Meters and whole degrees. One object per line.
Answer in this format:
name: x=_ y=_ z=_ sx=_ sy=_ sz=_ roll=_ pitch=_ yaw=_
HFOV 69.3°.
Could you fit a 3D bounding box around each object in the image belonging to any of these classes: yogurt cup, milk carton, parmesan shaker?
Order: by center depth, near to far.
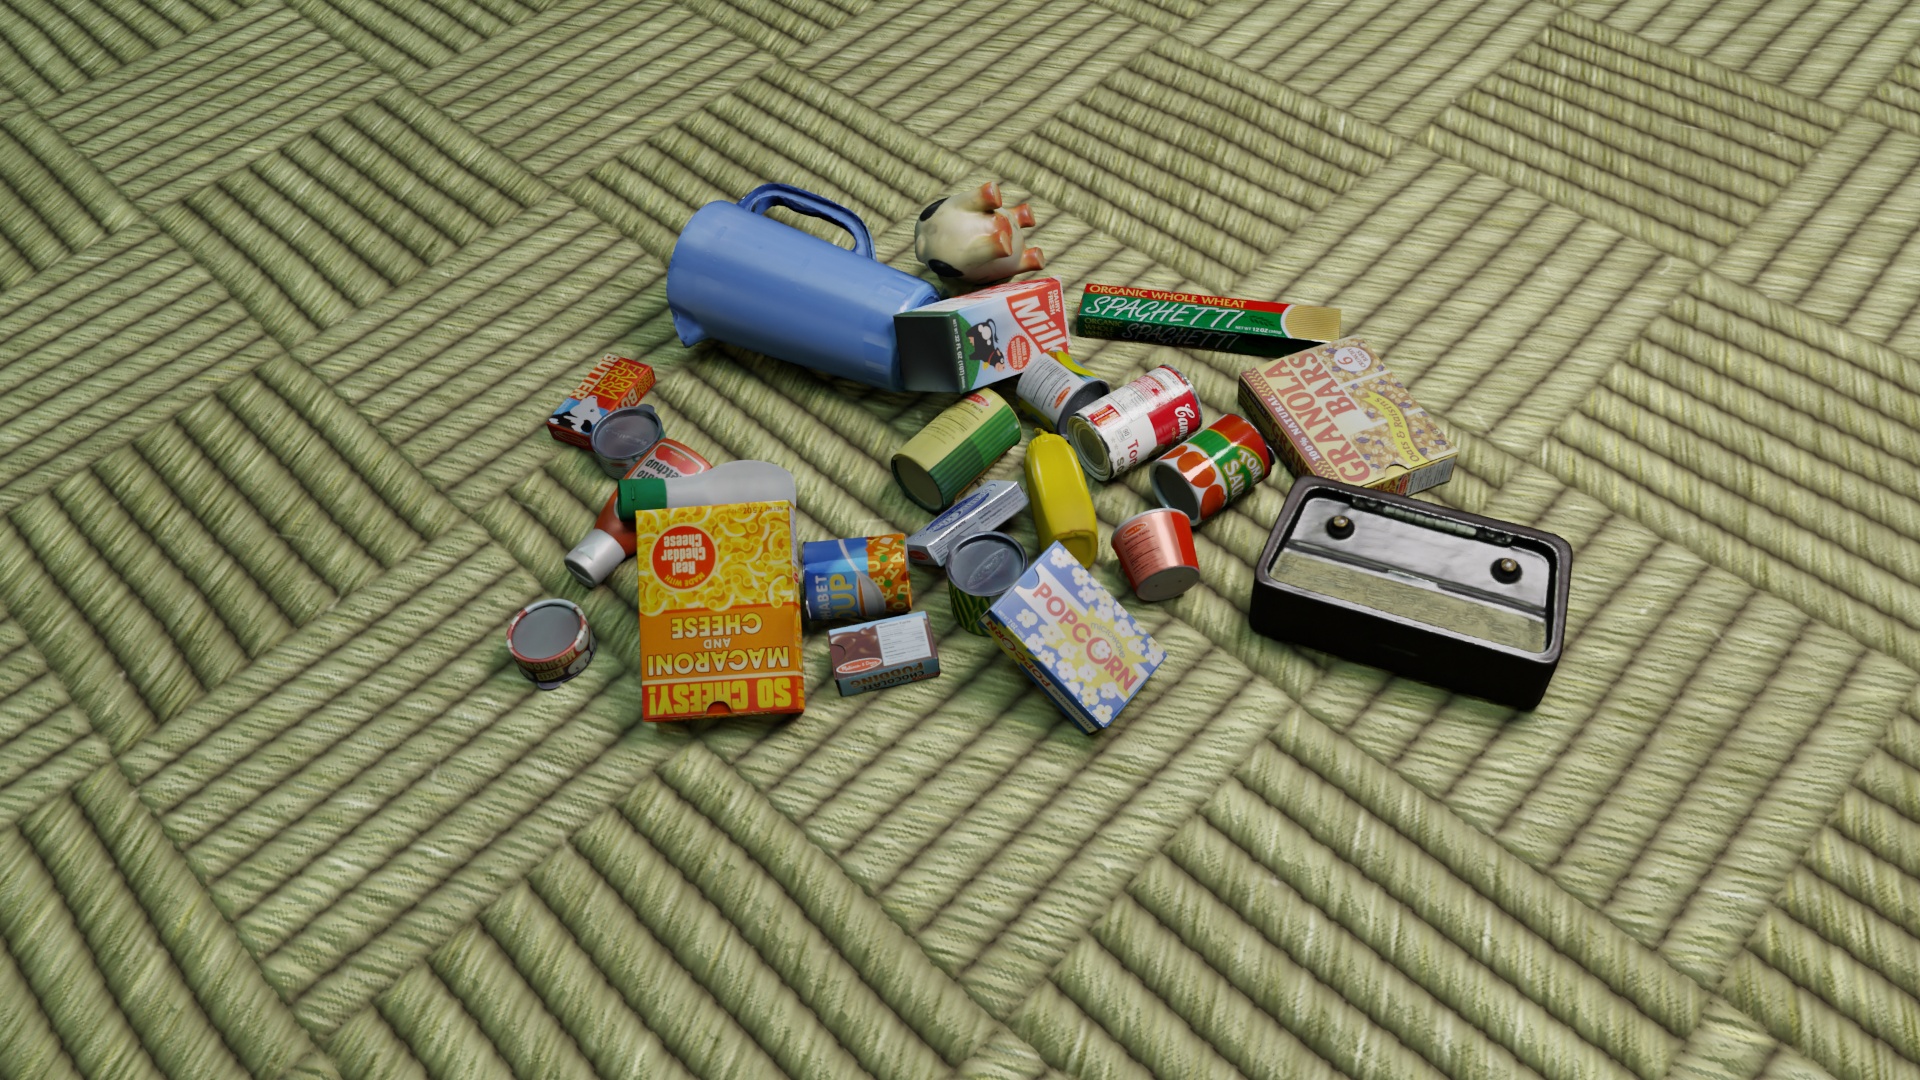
yogurt cup: x=0.162 y=0.013 z=1.136 sx=0.072 sy=0.072 sz=0.054 roll=-12 pitch=59 yaw=-5
parmesan shaker: x=-0.006 y=-0.081 z=1.225 sx=0.071 sy=0.071 sz=0.103 roll=33 pitch=61 yaw=27
milk carton: x=0.035 y=-0.191 z=1.272 sx=0.073 sy=0.072 sz=0.191 roll=8 pitch=25 yaw=44

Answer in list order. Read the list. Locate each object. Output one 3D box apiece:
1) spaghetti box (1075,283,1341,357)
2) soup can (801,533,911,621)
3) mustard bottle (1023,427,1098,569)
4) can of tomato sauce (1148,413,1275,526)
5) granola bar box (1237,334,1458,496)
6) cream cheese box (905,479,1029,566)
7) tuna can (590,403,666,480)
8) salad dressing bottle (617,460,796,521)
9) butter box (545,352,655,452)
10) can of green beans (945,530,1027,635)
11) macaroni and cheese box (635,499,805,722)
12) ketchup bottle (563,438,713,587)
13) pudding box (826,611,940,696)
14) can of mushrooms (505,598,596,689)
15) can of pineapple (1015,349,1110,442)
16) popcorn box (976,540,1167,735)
spaghetti box: x=0.236 y=-0.209 z=1.332 sx=0.250 sy=0.028 sz=0.050 roll=8 pitch=51 yaw=11
soup can: x=-0.084 y=0.032 z=1.138 sx=0.084 sy=0.071 sz=0.072 roll=-5 pitch=51 yaw=0
mustard bottle: x=0.083 y=-0.046 z=1.191 sx=0.049 sy=0.065 sz=0.161 roll=-5 pitch=47 yaw=-5
can of tomato sauce: x=0.215 y=-0.059 z=1.188 sx=0.083 sy=0.070 sz=0.071 roll=-33 pitch=56 yaw=-19
granola bar box: x=0.339 y=-0.103 z=1.230 sx=0.124 sy=0.038 sz=0.166 roll=-19 pitch=52 yaw=-10
cream cheese box: x=0.004 y=-0.015 z=1.180 sx=0.104 sy=0.024 sz=0.053 roll=-36 pitch=19 yaw=-22
tuna can: x=-0.302 y=-0.091 z=1.277 sx=0.071 sy=0.032 sz=0.071 roll=-2 pitch=51 yaw=3
salad dressing bottle: x=-0.218 y=-0.037 z=1.192 sx=0.148 sy=0.044 sz=0.064 roll=-2 pitch=74 yaw=-20
butter box: x=-0.340 y=-0.133 z=1.320 sx=0.053 sy=0.024 sz=0.104 roll=19 pitch=55 yaw=19
can of green beans: x=0.023 y=0.035 z=1.132 sx=0.071 sy=0.057 sz=0.071 roll=-2 pitch=51 yaw=3
macaroni and cheese box: x=-0.190 y=0.056 z=1.095 sx=0.124 sy=0.040 sz=0.166 roll=-4 pitch=81 yaw=1
ketchup bottle: x=-0.282 y=-0.022 z=1.213 sx=0.065 sy=0.043 sz=0.149 roll=30 pitch=59 yaw=14
pudding box: x=-0.062 y=0.090 z=1.113 sx=0.084 sy=0.030 sz=0.050 roll=-12 pitch=52 yaw=-5
can of mushrooms: x=-0.336 y=0.084 z=1.138 sx=0.071 sy=0.033 sz=0.071 roll=-2 pitch=51 yaw=2
can of pineapple: x=0.093 y=-0.131 z=1.258 sx=0.071 sy=0.070 sz=0.058 roll=-35 pitch=57 yaw=-22
popcorn box: x=0.087 y=0.076 z=1.073 sx=0.126 sy=0.038 sz=0.085 roll=46 pitch=64 yaw=0
